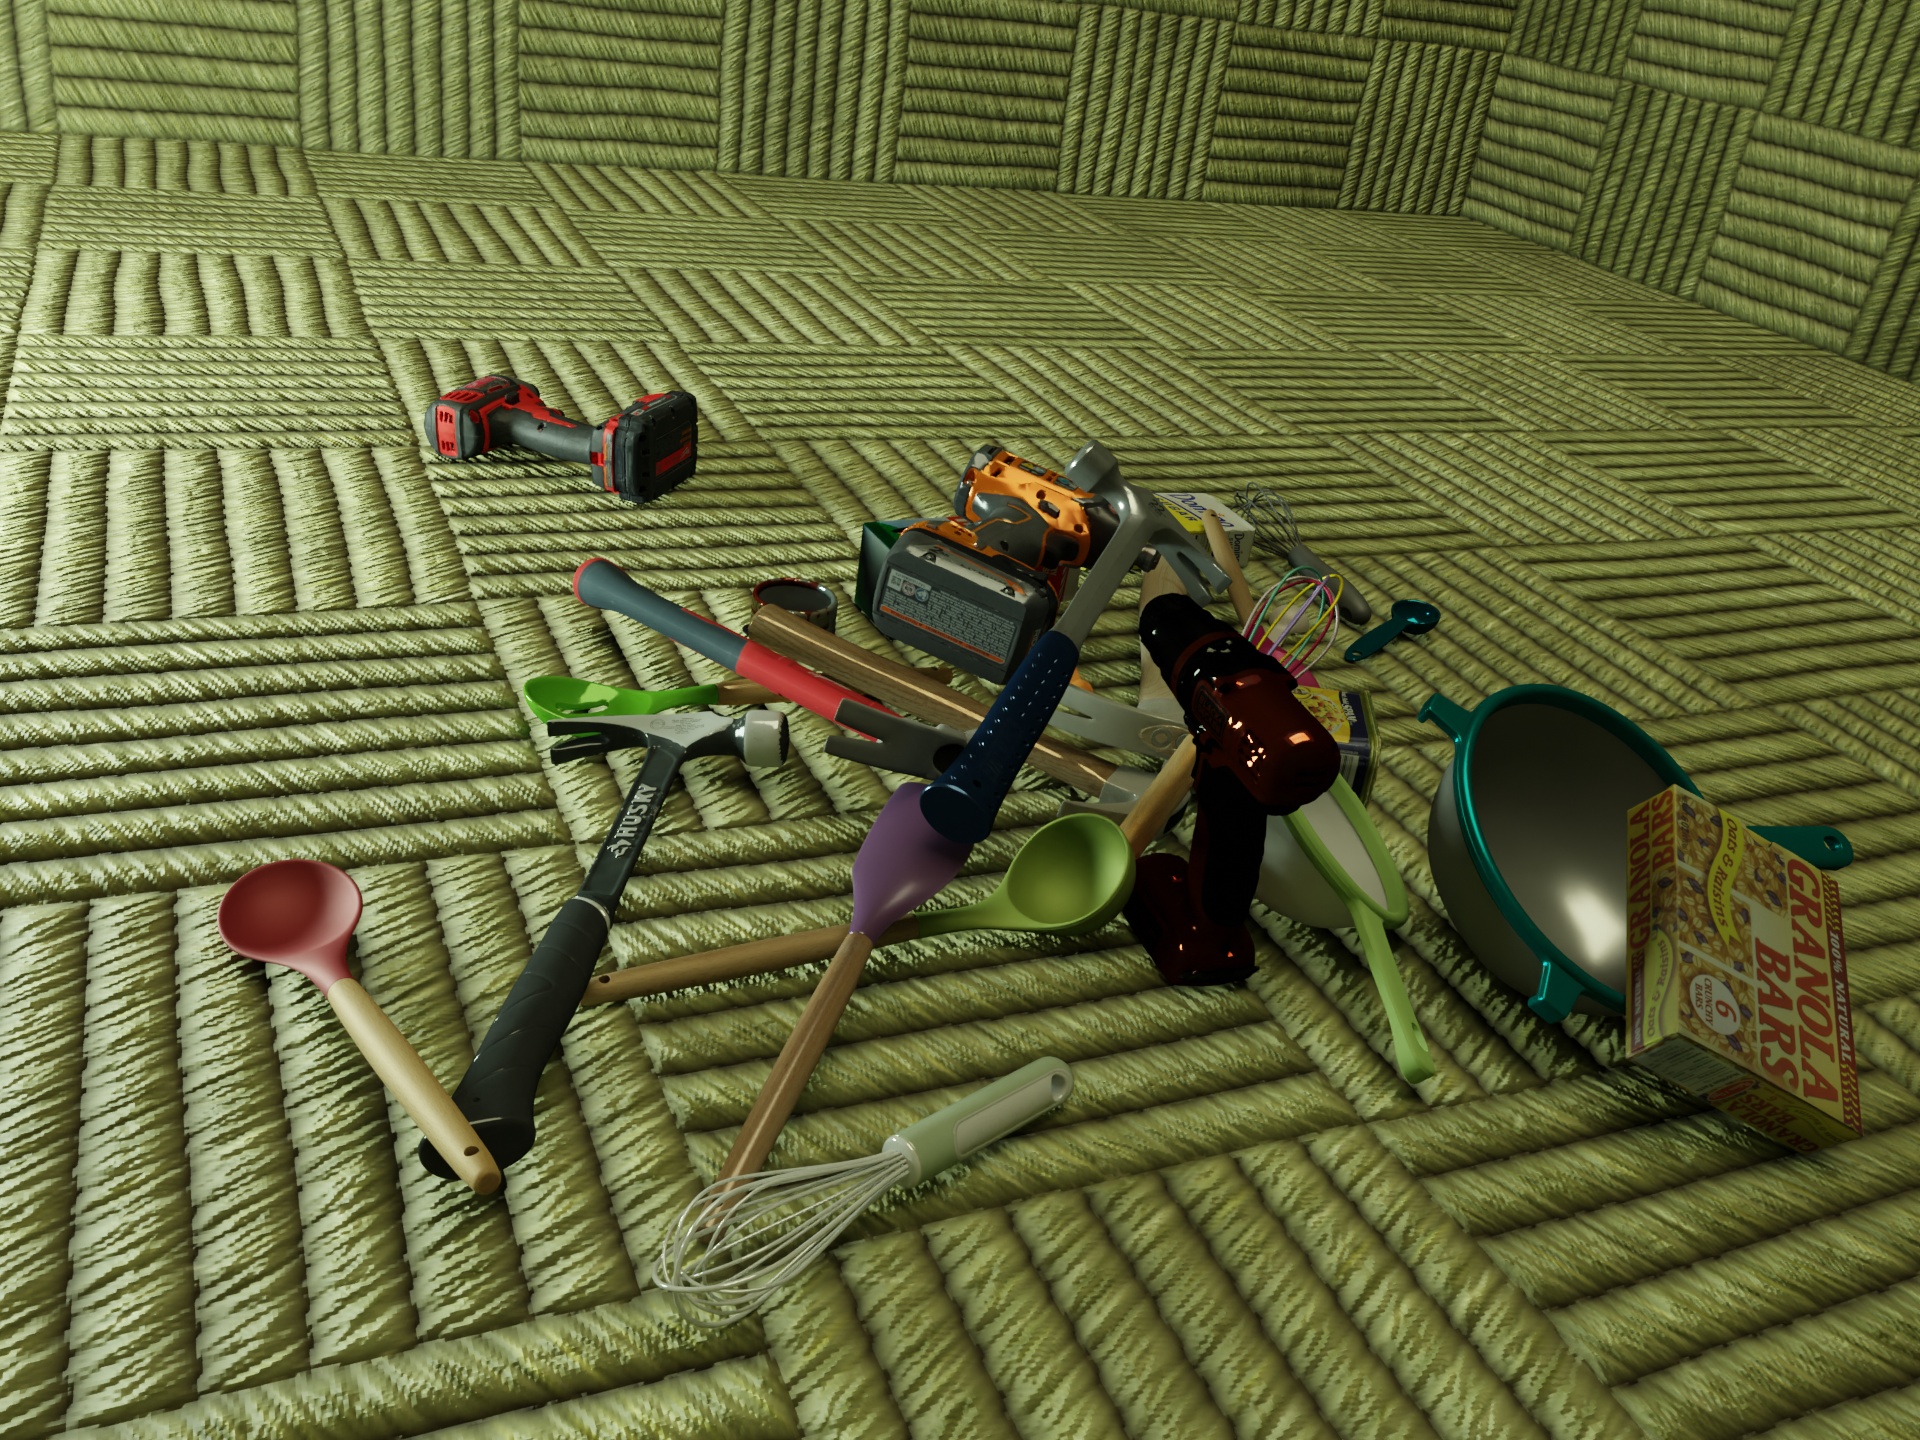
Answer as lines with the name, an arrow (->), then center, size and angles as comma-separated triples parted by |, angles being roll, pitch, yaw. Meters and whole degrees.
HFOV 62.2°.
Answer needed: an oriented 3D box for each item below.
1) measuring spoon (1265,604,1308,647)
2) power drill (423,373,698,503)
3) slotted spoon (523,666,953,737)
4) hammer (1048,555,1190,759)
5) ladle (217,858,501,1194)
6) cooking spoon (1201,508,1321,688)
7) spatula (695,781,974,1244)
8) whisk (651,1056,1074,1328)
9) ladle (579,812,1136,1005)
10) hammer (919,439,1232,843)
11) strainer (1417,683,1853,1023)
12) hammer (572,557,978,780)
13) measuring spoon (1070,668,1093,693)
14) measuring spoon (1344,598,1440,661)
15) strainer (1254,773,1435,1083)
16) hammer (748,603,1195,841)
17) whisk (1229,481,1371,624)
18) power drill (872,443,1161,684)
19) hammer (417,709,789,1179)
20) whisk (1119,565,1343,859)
measuring spoon -> 0.259, -0.072, 1.318 | 0.034, 0.018, 0.124 | 21, 31, 21
power drill -> -0.357, -0.268, 1.450 | 0.220, 0.078, 0.143 | 13, 28, 13
slotted spoon -> -0.144, -0.019, 1.099 | 0.313, 0.031, 0.070 | -6, 32, -28
hammer -> 0.145, -0.066, 1.215 | 0.146, 0.038, 0.411 | 14, 23, 1
ladle -> -0.272, 0.133, 0.724 | 0.069, 0.031, 0.316 | -22, 28, -30
cooking spoon -> 0.235, -0.087, 1.300 | 0.068, 0.017, 0.319 | 5, 37, -9
spatula -> -0.058, 0.130, 0.798 | 0.060, 0.018, 0.316 | 12, 39, 15
whisk -> -0.032, 0.200, 0.709 | 0.059, 0.058, 0.246 | -3, 9, 45
ladle -> -0.048, 0.107, 0.865 | 0.320, 0.062, 0.078 | -8, 34, -24
hammer -> 0.072, -0.049, 1.006 | 0.144, 0.035, 0.406 | 42, 38, -6
strainer -> 0.404, 0.093, 0.965 | 0.340, 0.095, 0.211 | 3, 59, -30
hammer -> -0.148, -0.043, 1.030 | 0.387, 0.038, 0.143 | 25, 6, 40
measuring spoon -> 0.079, -0.048, 1.230 | 0.021, 0.011, 0.117 | 1, 29, -15
measuring spoon -> 0.363, -0.069, 1.351 | 0.042, 0.021, 0.128 | 30, 44, 34
strainer -> 0.206, 0.110, 0.923 | 0.151, 0.069, 0.257 | 37, 29, -35
hammer -> -0.002, -0.003, 1.078 | 0.331, 0.031, 0.130 | 25, 32, 18
whisk -> 0.311, -0.153, 1.455 | 0.055, 0.055, 0.239 | -3, 34, -20
power drill -> 0.048, -0.116, 1.159 | 0.164, 0.084, 0.226 | 25, 36, 10
hammer -> -0.197, 0.092, 0.842 | 0.149, 0.036, 0.409 | 2, 26, 4
whisk -> 0.165, -0.003, 0.998 | 0.047, 0.051, 0.245 | 27, 73, 42
